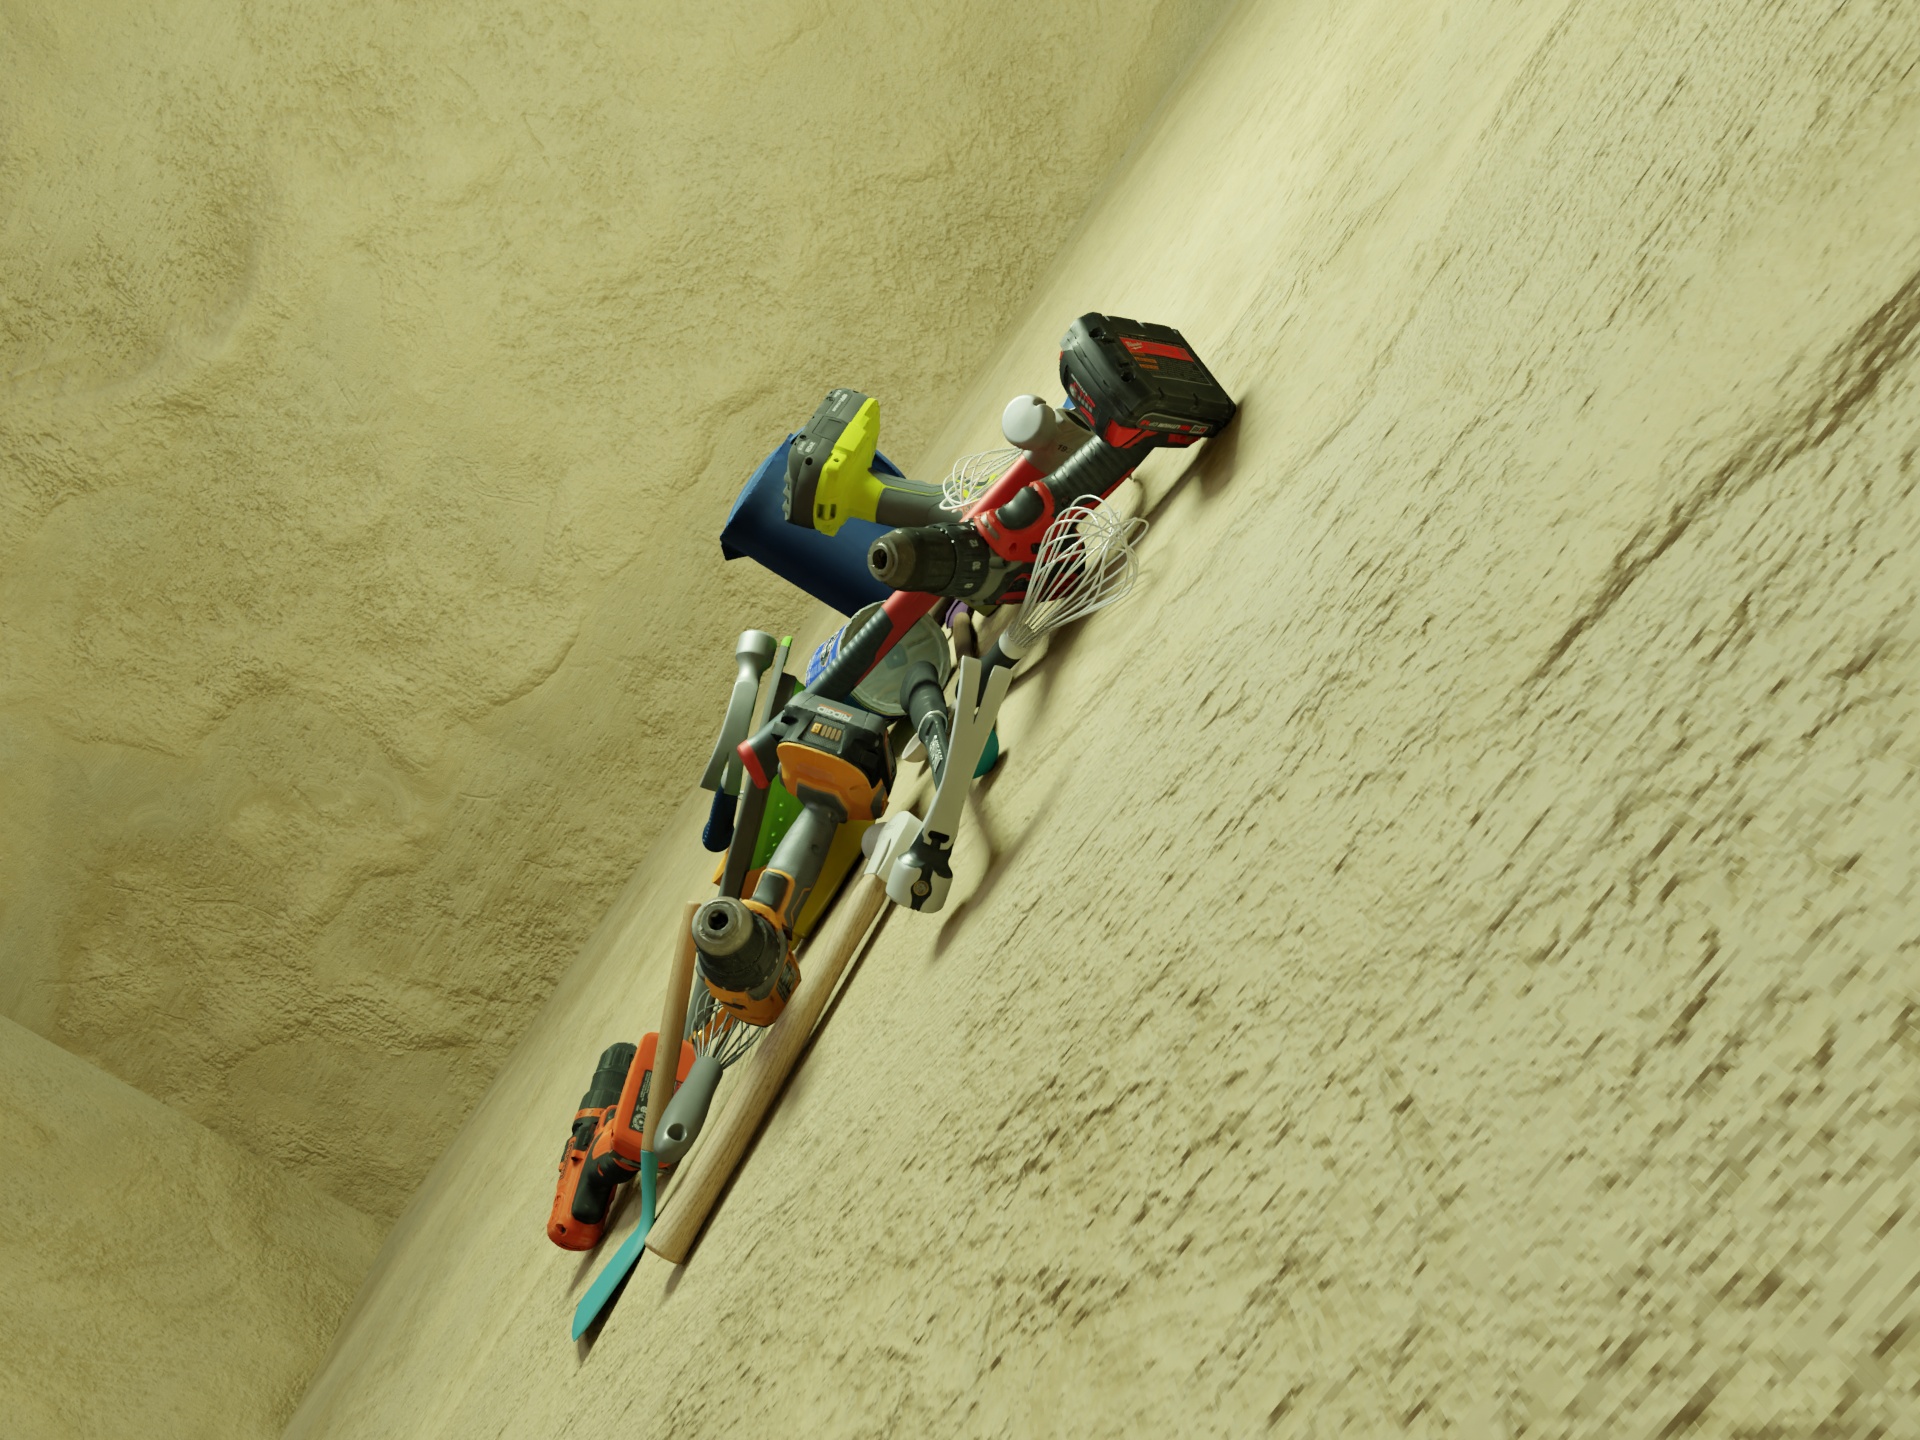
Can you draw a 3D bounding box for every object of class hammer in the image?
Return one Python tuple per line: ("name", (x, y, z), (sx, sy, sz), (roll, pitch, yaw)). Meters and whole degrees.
("hammer", (-0.018, 0.003, 1.108), (0.409, 0.036, 0.149), (-110, 38, -78))
("hammer", (-0.033, -0.084, 1.223), (0.386, 0.038, 0.143), (-46, -29, 20))
("hammer", (-0.111, 0.205, 1.061), (0.331, 0.031, 0.130), (-60, 11, -16))
("hammer", (-0.225, 0.058, 1.537), (0.405, 0.035, 0.144), (118, 165, -66))

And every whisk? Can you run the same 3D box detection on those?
("whisk", (0.053, -0.217, 1.291), (0.059, 0.057, 0.246), (-9, 23, 34))
("whisk", (-0.184, 0.250, 1.144), (0.055, 0.055, 0.239), (-54, 6, 14))
("whisk", (0.052, -0.069, 1.098), (0.070, 0.070, 0.284), (-62, 7, -29))

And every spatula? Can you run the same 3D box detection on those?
("spatula", (0.003, -0.089, 1.458), (0.059, 0.018, 0.316), (-55, 10, 13))
("spatula", (-0.234, 0.290, 1.173), (0.082, 0.044, 0.317), (153, 127, -75))

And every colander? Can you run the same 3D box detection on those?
("colander", (-0.157, 0.131, 1.381), (0.204, 0.094, 0.397), (129, 154, -75))

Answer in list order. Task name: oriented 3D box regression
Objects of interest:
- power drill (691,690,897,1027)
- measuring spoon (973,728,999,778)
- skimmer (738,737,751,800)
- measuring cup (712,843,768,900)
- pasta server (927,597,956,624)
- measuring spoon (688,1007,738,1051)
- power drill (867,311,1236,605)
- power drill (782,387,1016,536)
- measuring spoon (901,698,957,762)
("power drill", (-0.124, 0.095, 1.135), (0.185, 0.084, 0.226), (81, -151, -67))
("measuring spoon", (0.020, 0.012, 1.105), (0.129, 0.021, 0.042), (-62, -7, -75))
("skimmer", (-0.145, -0.019, 1.704), (0.363, 0.090, 0.127), (-45, 6, 43))
("measuring cup", (-0.190, 0.108, 1.648), (0.174, 0.052, 0.095), (-58, 10, -19))
("pasta server", (-0.040, -0.093, 1.546), (0.316, 0.040, 0.060), (-56, 2, 31))
("measuring spoon", (-0.182, 0.234, 1.286), (0.117, 0.021, 0.011), (-43, -12, 21))
("power drill", (0.055, -0.161, 1.067), (0.187, 0.080, 0.226), (-5, -34, -46))
("power drill", (-0.017, -0.201, 1.343), (0.080, 0.228, 0.191), (100, -169, -47))
("measuring spoon", (-0.002, -0.004, 1.255), (0.124, 0.018, 0.034), (-42, 16, 31))
